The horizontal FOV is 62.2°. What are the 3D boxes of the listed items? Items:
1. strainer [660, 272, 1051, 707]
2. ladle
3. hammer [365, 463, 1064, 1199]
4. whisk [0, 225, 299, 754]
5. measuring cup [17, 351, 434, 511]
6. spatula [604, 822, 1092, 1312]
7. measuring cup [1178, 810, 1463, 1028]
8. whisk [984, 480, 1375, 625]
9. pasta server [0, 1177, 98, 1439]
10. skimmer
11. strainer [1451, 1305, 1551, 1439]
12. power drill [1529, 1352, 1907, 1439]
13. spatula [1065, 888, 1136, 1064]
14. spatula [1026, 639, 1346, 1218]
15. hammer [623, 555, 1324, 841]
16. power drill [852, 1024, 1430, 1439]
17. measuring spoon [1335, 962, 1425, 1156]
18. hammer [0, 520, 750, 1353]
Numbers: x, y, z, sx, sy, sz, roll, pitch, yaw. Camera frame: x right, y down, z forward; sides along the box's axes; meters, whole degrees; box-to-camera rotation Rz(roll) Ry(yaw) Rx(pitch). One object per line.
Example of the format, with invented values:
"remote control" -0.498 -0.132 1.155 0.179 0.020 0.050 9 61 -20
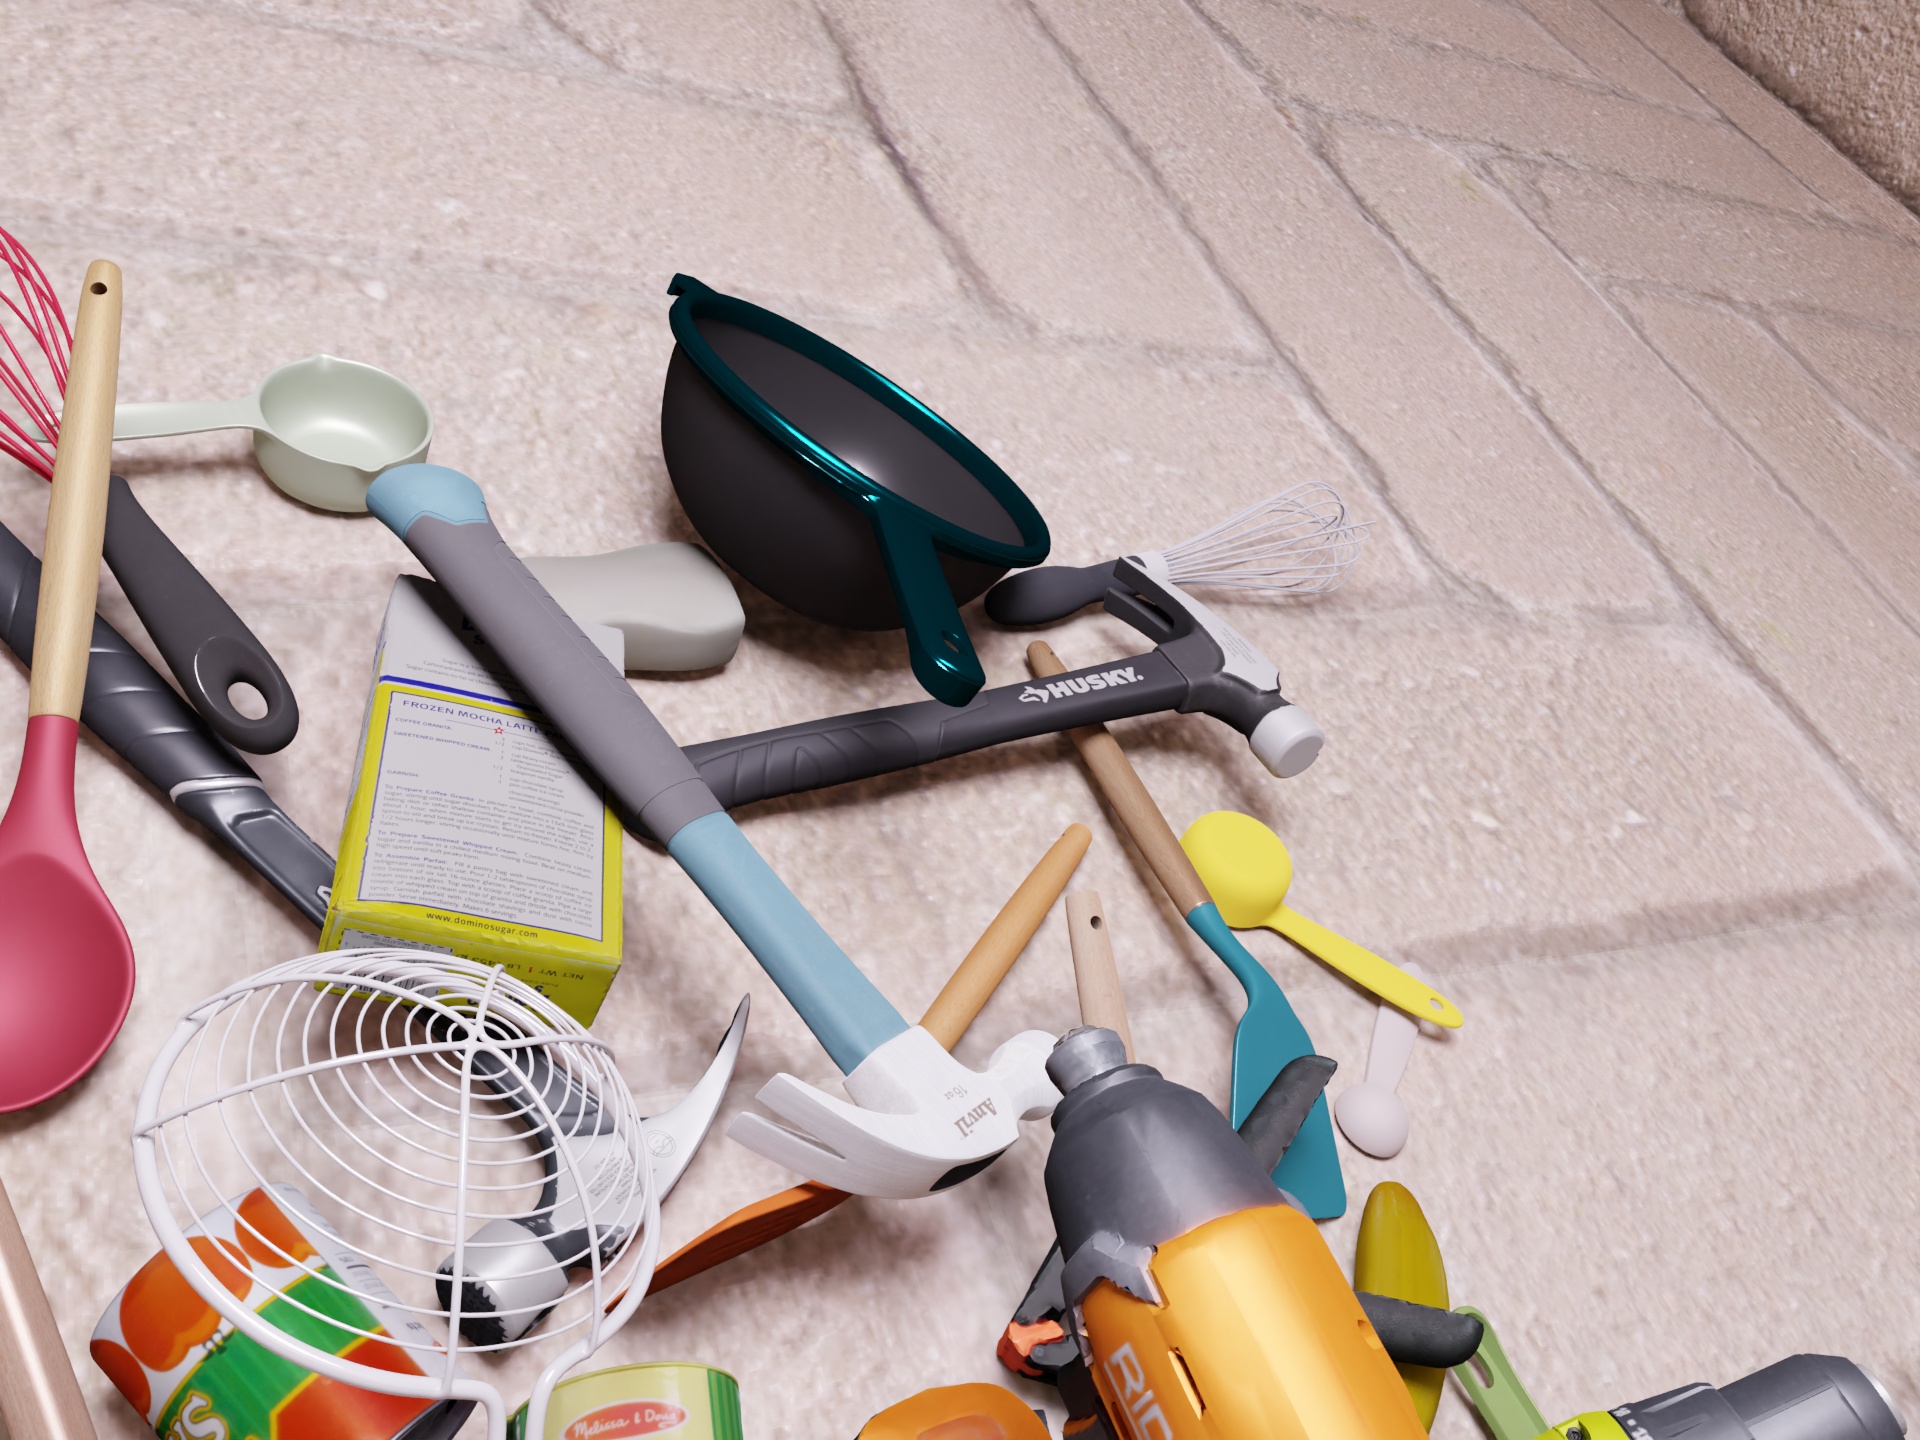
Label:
"strainer" -0.054 -0.075 0.715 0.210 0.095 0.341 26 23 -26
"ladle" -0.309 -0.024 0.543 0.069 0.031 0.316 3 68 -21
"hammer" -0.101 0.029 0.562 0.331 0.033 0.128 48 30 15
"whisk" -0.339 -0.098 0.605 0.296 0.073 0.073 48 44 14
"measuring cup" -0.319 -0.121 0.700 0.167 0.038 0.083 -11 54 -34
"spatula" -0.016 0.116 0.619 0.041 0.081 0.323 46 37 -2
"measuring cup" 0.172 0.094 0.751 0.156 0.029 0.062 31 40 11
"whisk" 0.130 -0.090 0.905 0.284 0.070 0.070 -15 57 -33
"pasta server" -0.205 0.214 0.390 0.060 0.040 0.316 -7 60 -54
"skimmer" -0.117 0.232 0.362 0.127 0.090 0.363 5 76 -49
"strainer" 0.260 0.316 0.551 0.151 0.069 0.257 -8 54 -35
"power drill" 0.231 0.317 0.459 0.190 0.080 0.229 -27 66 2
"spatula" 0.066 0.208 0.530 0.059 0.018 0.316 3 65 -26
"spatula" 0.090 0.076 0.727 0.082 0.044 0.318 20 31 -41
"hammer" -0.001 -0.002 0.731 0.334 0.035 0.146 -12 46 -29
"power drill" 0.032 0.198 0.425 0.084 0.226 0.164 -3 50 -32
"measuring spoon" 0.200 0.148 0.727 0.034 0.018 0.124 32 40 4
"hammer" -0.252 0.036 0.579 0.409 0.036 0.149 39 41 12
